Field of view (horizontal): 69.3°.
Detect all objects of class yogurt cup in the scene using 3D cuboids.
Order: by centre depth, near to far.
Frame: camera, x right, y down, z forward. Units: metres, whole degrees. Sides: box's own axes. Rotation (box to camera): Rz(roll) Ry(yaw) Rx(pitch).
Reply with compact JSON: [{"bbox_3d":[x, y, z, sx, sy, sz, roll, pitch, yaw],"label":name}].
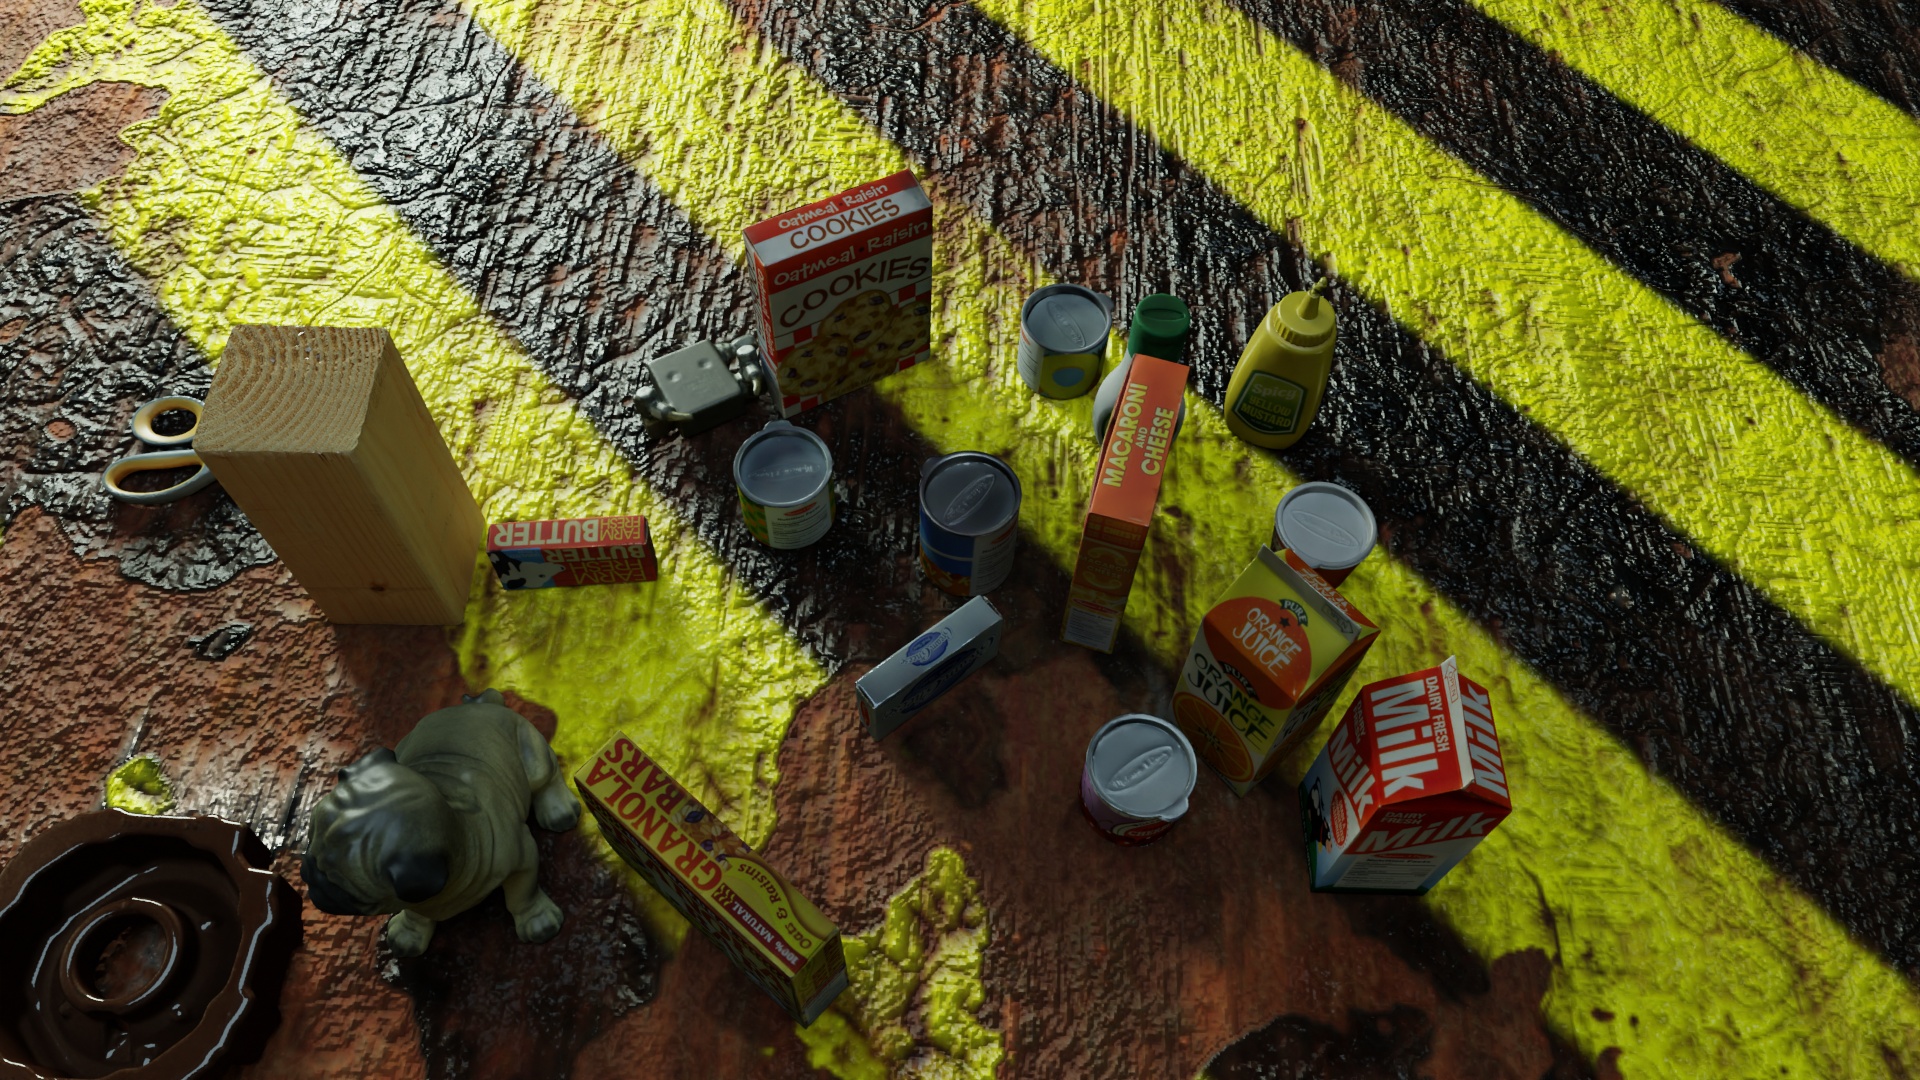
[{"bbox_3d":[0.243,0.002,0.946,0.072,0.053,0.073,1,59,-2],"label":"yogurt cup"}]

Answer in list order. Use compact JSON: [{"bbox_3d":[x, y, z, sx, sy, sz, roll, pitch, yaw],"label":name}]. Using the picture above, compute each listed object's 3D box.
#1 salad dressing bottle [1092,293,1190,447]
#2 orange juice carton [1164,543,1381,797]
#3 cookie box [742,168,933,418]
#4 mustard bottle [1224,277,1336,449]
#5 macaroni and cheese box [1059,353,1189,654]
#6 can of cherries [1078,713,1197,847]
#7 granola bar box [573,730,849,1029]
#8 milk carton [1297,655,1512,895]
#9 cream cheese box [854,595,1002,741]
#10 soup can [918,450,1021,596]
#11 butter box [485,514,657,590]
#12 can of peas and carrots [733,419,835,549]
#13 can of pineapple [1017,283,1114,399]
[{"bbox_3d":[0.127,-0.108,0.954,0.064,0.147,0.044,4,59,0],"label":"salad dressing bottle"},{"bbox_3d":[0.184,0.073,0.820,0.073,0.191,0.072,-35,66,-21],"label":"orange juice carton"},{"bbox_3d":[-0.082,-0.170,0.971,0.123,0.166,0.040,-25,63,-16],"label":"cookie box"},{"bbox_3d":[0.226,-0.126,0.961,0.065,0.159,0.049,20,61,10],"label":"mustard bottle"},{"bbox_3d":[0.103,-0.020,0.888,0.040,0.165,0.124,15,60,7],"label":"macaroni and cheese box"},{"bbox_3d":[0.108,0.150,0.849,0.071,0.058,0.072,1,59,-2],"label":"can of cherries"},{"bbox_3d":[-0.137,0.192,0.775,0.166,0.123,0.039,37,65,18],"label":"granola bar box"},{"bbox_3d":[0.252,0.137,0.785,0.073,0.189,0.072,2,59,-1],"label":"milk carton"},{"bbox_3d":[-0.020,0.081,0.888,0.104,0.053,0.024,-34,66,-20],"label":"cream cheese box"},{"bbox_3d":[0.003,-0.012,0.927,0.071,0.083,0.071,1,59,-2],"label":"soup can"},{"bbox_3d":[-0.256,0.008,0.923,0.103,0.053,0.024,-4,59,-4],"label":"butter box"},{"bbox_3d":[-0.120,-0.038,0.953,0.071,0.058,0.071,1,59,-2],"label":"can of peas and carrots"},{"bbox_3d":[0.078,-0.147,1.027,0.071,0.057,0.071,1,59,-2],"label":"can of pineapple"}]
